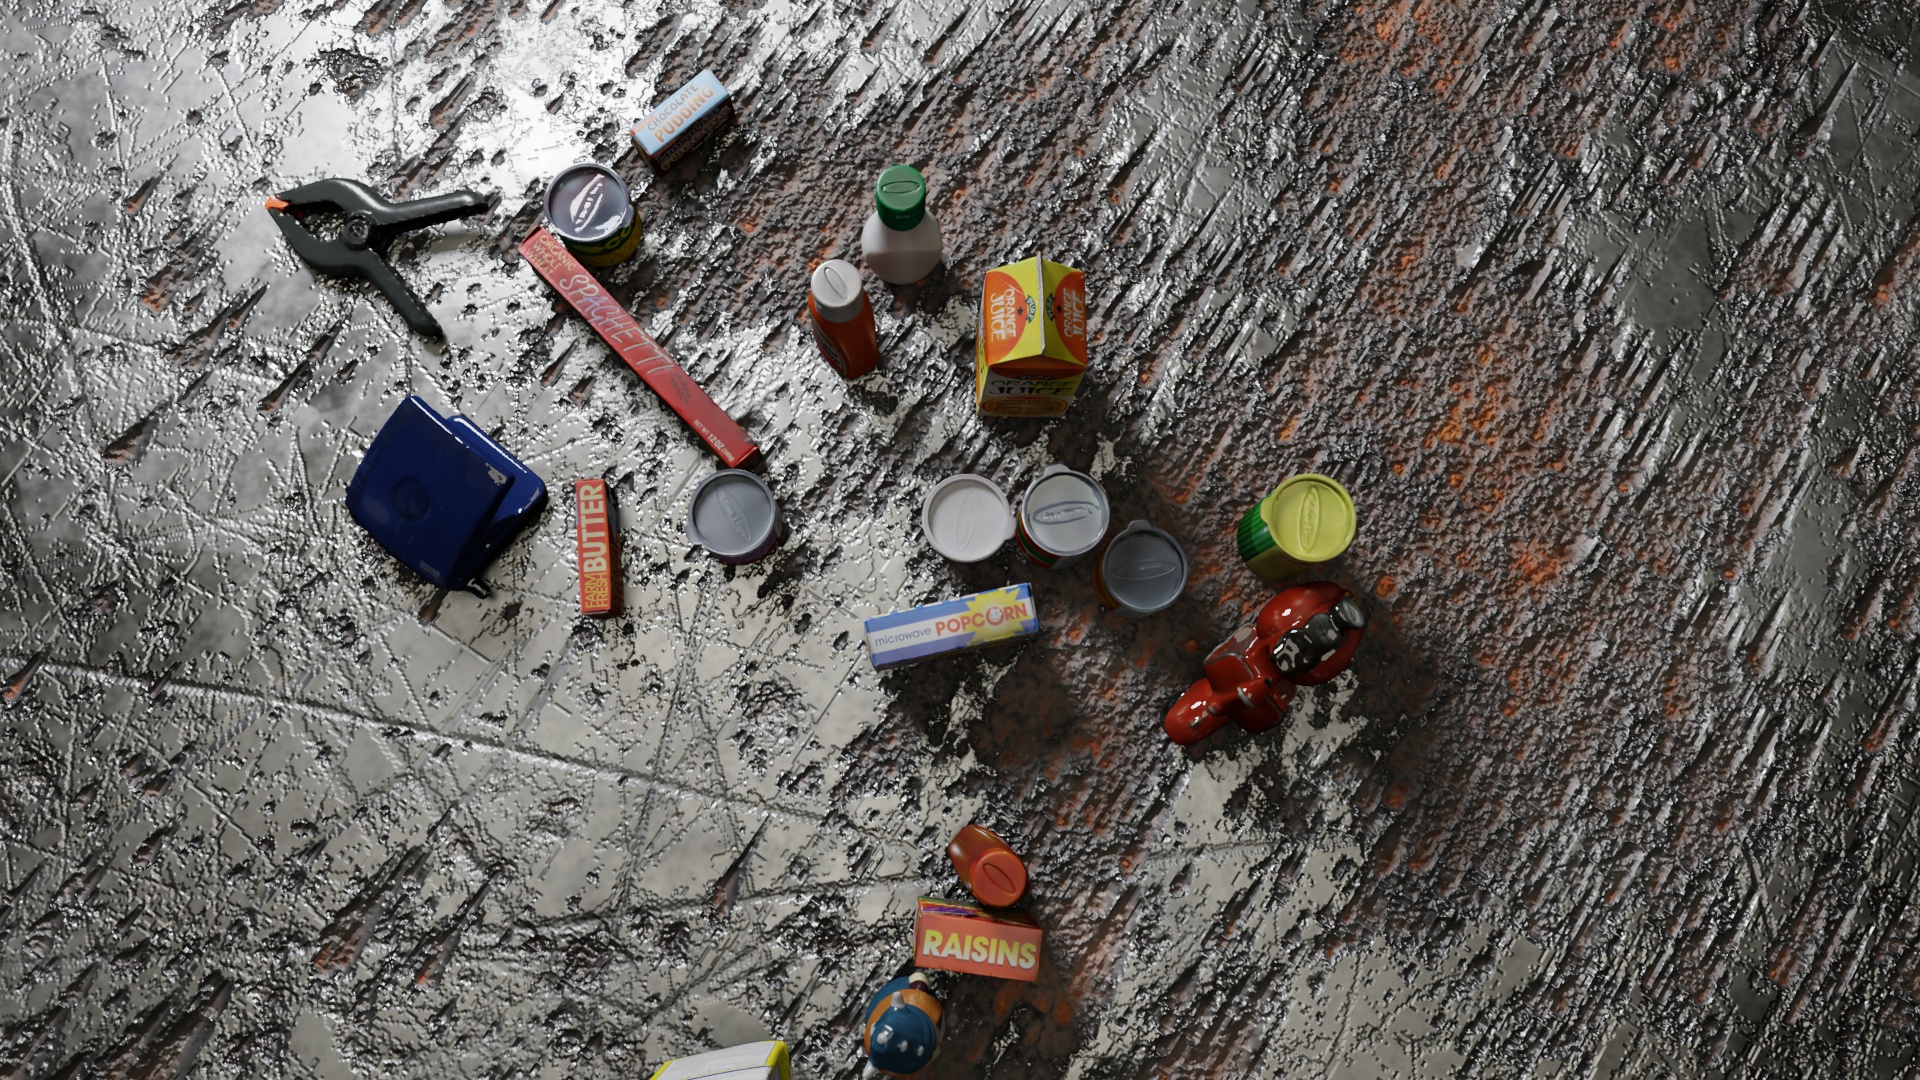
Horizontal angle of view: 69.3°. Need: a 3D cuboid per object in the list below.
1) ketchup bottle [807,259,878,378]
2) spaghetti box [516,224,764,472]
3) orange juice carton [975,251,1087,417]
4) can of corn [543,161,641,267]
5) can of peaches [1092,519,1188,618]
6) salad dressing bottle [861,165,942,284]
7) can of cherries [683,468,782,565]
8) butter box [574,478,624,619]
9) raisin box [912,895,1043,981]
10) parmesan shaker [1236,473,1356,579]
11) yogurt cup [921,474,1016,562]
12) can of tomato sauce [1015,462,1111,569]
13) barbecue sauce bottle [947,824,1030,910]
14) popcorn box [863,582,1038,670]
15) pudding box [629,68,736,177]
[{"bbox_3d":[-0.090,-0.171,1.052,0.043,0.148,0.065,-34,84,-7],"label":"ketchup bottle"},{"bbox_3d":[-0.251,-0.147,1.091,0.029,0.050,0.250,-44,85,-8],"label":"spaghetti box"},{"bbox_3d":[0.052,-0.148,1.032,0.073,0.192,0.072,0,81,-2],"label":"orange juice carton"},{"bbox_3d":[-0.288,-0.257,1.104,0.071,0.058,0.071,0,81,-2],"label":"can of corn"},{"bbox_3d":[0.138,0.023,1.076,0.071,0.058,0.071,0,81,-2],"label":"can of peaches"},{"bbox_3d":[-0.045,-0.241,1.067,0.064,0.147,0.044,-5,81,-3],"label":"salad dressing bottle"},{"bbox_3d":[-0.175,-0.016,1.068,0.071,0.058,0.071,0,81,-2],"label":"can of cherries"},{"bbox_3d":[-0.276,0.007,1.063,0.024,0.053,0.103,-5,81,-3],"label":"butter box"},{"bbox_3d":[0.010,0.283,0.993,0.086,0.123,0.040,8,81,-1],"label":"raisin box"},{"bbox_3d":[0.252,-0.010,1.063,0.071,0.103,0.071,0,81,-2],"label":"parmesan shaker"},{"bbox_3d":[0.004,-0.014,1.078,0.072,0.054,0.072,0,81,-2],"label":"yogurt cup"},{"bbox_3d":[0.076,-0.017,1.067,0.071,0.083,0.071,0,81,-2],"label":"can of tomato sauce"},{"bbox_3d":[0.022,0.235,0.989,0.065,0.148,0.044,44,82,5],"label":"barbecue sauce bottle"},{"bbox_3d":[-0.008,0.067,1.048,0.127,0.085,0.038,-12,82,-4],"label":"popcorn box"},{"bbox_3d":[-0.224,-0.338,1.125,0.084,0.049,0.030,-41,85,-8],"label":"pudding box"}]
